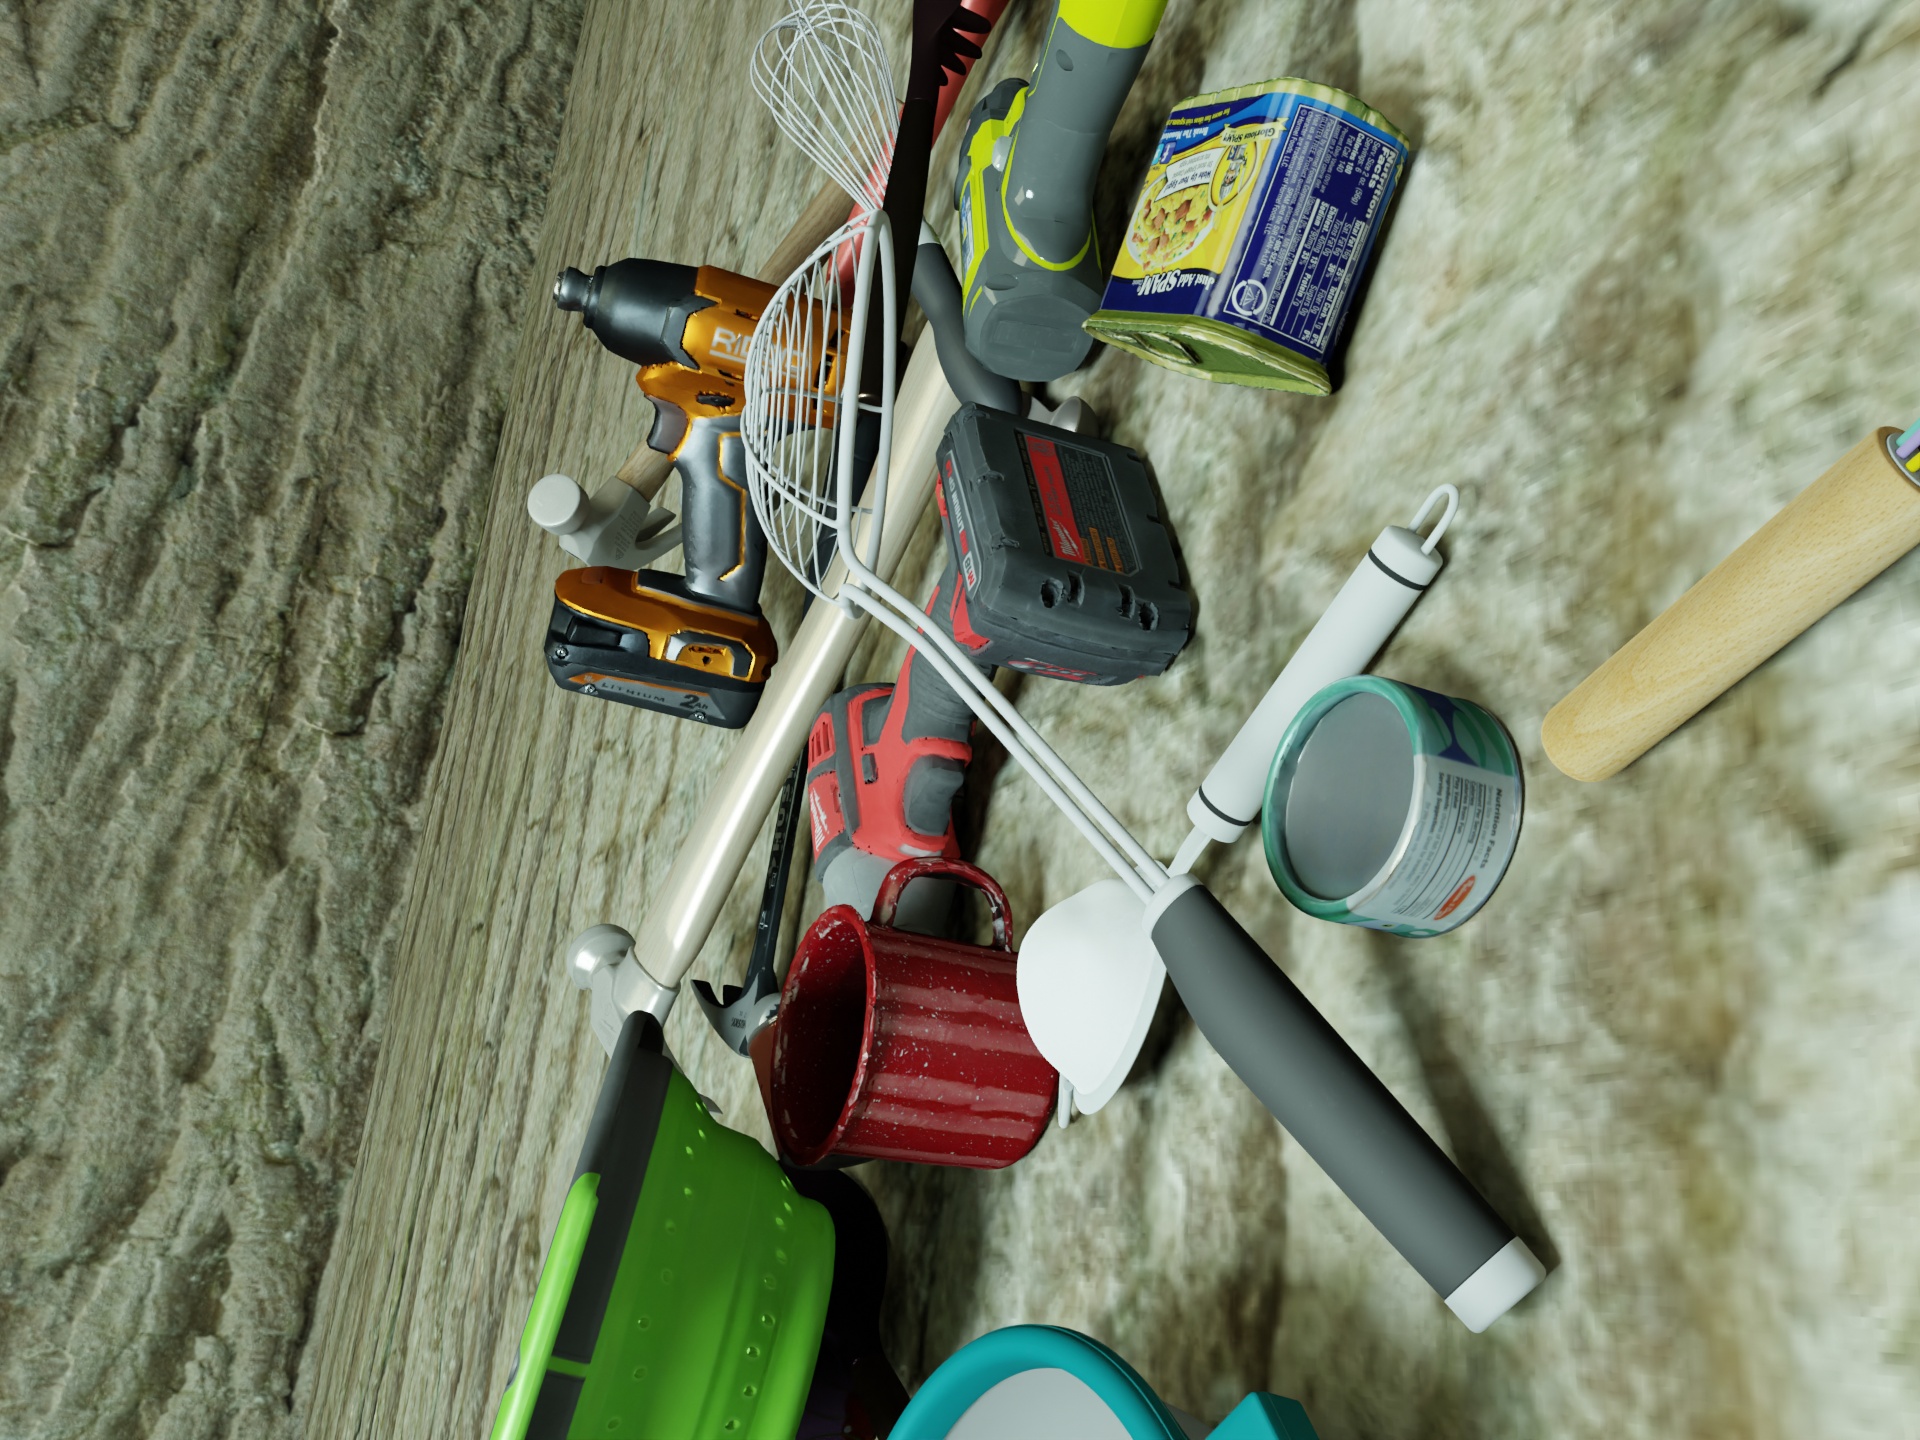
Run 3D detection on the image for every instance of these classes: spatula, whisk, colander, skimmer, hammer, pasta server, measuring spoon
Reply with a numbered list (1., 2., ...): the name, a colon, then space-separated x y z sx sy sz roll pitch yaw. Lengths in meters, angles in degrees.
1. spatula: -0.022 0.254 0.582 0.316 0.059 0.018 -138 36 -58
2. whisk: 0.194 -0.060 0.286 0.047 0.051 0.245 -52 -2 -43
3. colander: -0.117 0.226 0.624 0.397 0.094 0.204 137 149 -74
4. skimmer: 0.043 -0.007 0.447 0.364 0.090 0.127 50 157 27
5. hammer: -0.075 -0.010 0.776 0.146 0.038 0.410 38 104 51
6. pasta server: -0.014 -0.252 0.707 0.060 0.040 0.316 105 173 -56
7. hammer: -0.126 -0.227 0.938 0.331 0.031 0.130 -55 -16 -6
8. hammer: -0.080 -0.024 0.865 0.149 0.036 0.409 -15 64 64
9. measuring spoon: 0.037 -0.128 0.694 0.034 0.018 0.124 -65 19 12
10. hammer: -0.052 -0.273 0.901 0.359 0.037 0.149 -60 -3 18
11. whisk: -0.032 -0.245 0.753 0.070 0.070 0.285 -51 54 44

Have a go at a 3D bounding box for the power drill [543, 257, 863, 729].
1. power drill: -0.148 -0.123 0.827 0.084 0.164 0.226 -112 40 -65

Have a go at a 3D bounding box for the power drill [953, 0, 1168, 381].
1. power drill: 0.045 -0.273 0.635 0.223 0.080 0.171 112 160 -52

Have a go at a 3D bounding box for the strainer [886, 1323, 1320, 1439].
1. strainer: 0.017 0.273 0.422 0.340 0.095 0.211 -33 45 60

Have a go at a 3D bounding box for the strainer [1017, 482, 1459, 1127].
1. strainer: 0.074 0.033 0.493 0.258 0.050 0.087 -59 15 27

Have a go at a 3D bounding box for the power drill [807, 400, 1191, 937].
1. power drill: -0.001 -0.002 0.633 0.143 0.078 0.219 -100 30 -42
